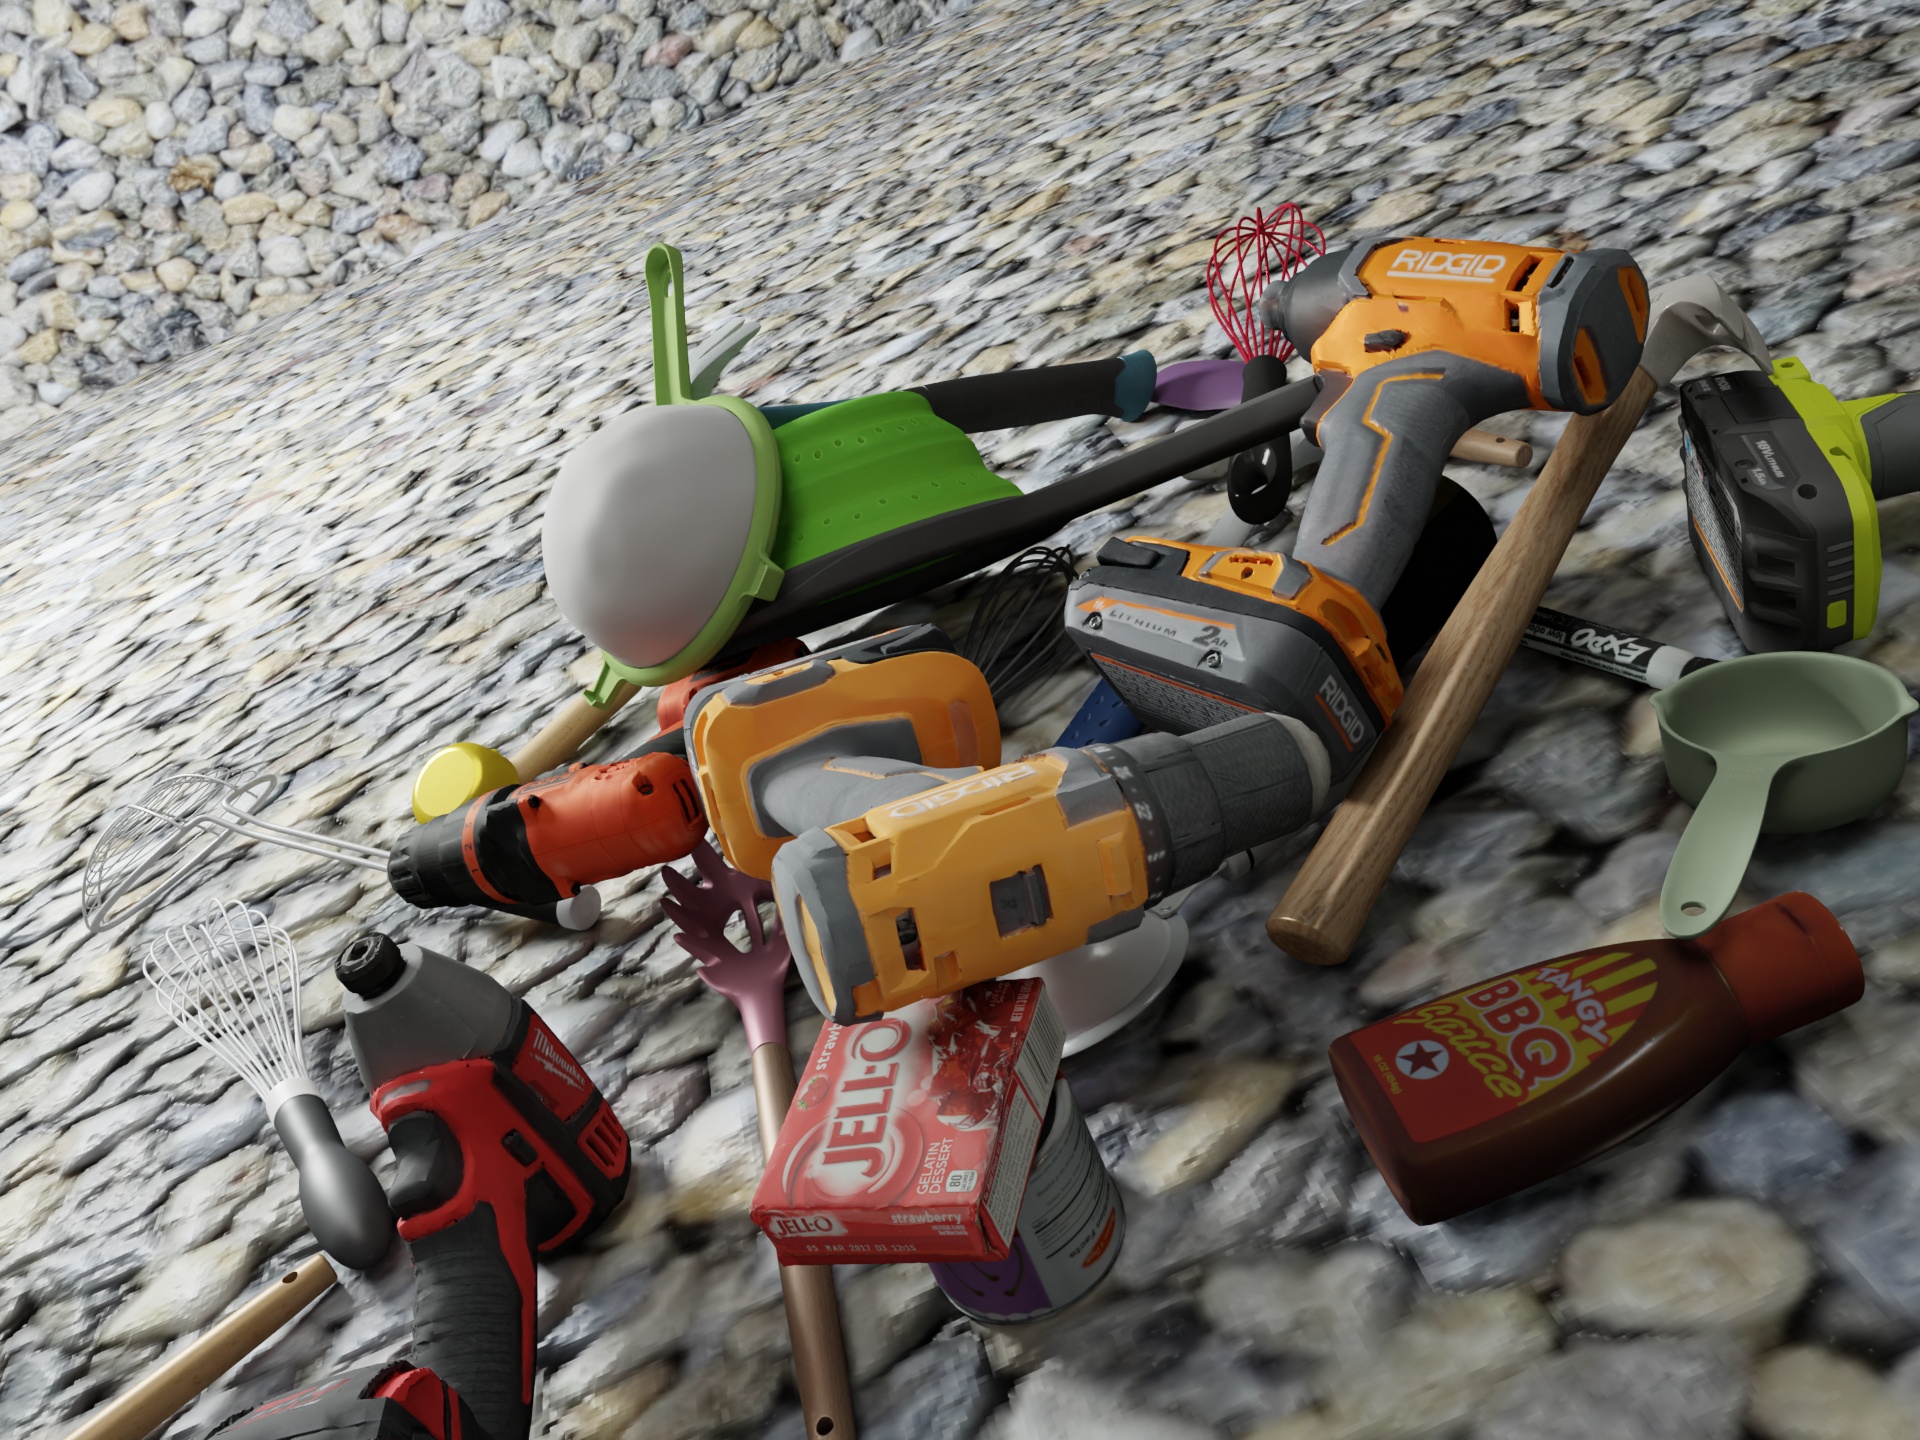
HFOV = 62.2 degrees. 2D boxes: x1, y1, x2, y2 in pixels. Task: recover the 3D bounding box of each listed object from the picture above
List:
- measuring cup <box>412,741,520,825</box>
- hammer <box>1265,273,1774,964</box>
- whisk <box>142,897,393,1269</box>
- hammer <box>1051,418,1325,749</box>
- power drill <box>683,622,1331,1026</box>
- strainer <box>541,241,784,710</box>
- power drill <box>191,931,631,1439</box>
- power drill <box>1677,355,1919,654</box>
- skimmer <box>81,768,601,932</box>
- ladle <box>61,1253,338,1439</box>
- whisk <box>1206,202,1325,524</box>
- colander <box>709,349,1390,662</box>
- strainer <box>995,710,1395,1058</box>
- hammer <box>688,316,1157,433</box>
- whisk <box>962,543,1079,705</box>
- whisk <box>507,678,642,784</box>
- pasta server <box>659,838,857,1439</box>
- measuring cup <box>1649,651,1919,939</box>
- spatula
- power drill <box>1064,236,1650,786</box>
[{"bbox_3d":[-0.229,0.041,0.843,0.156,0.029,0.062,3,68,29],"label":"measuring cup"},{"bbox_3d":[0.211,-0.048,0.612,0.331,0.031,0.130,-55,13,-19],"label":"hammer"},{"bbox_3d":[-0.306,0.157,0.715,0.070,0.070,0.285,-36,38,-20],"label":"whisk"},{"bbox_3d":[0.098,-0.037,0.749,0.144,0.035,0.406,1,39,36],"label":"hammer"},{"bbox_3d":[0.005,0.023,0.575,0.185,0.084,0.226,-18,18,-17],"label":"power drill"},{"bbox_3d":[-0.163,-0.144,0.791,0.151,0.069,0.257,-28,59,38],"label":"strainer"},{"bbox_3d":[-0.169,0.175,0.507,0.078,0.143,0.220,-21,33,9],"label":"power drill"},{"bbox_3d":[0.404,-0.097,0.597,0.223,0.080,0.171,-10,32,16],"label":"power drill"},{"bbox_3d":[-0.332,0.090,0.855,0.363,0.090,0.127,8,36,27],"label":"skimmer"},{"bbox_3d":[-0.353,0.304,0.543,0.320,0.062,0.078,-36,31,-32],"label":"ladle"},{"bbox_3d":[0.165,-0.198,0.865,0.073,0.073,0.296,-10,40,21],"label":"whisk"},{"bbox_3d":[0.015,-0.133,0.788,0.397,0.094,0.204,-20,1,25],"label":"colander"},{"bbox_3d":[0.095,0.054,0.612,0.258,0.050,0.087,-32,17,-20],"label":"strainer"},{"bbox_3d":[-0.023,-0.179,0.930,0.331,0.128,0.033,-14,27,-29],"label":"hammer"},{"bbox_3d":[-0.002,-0.003,0.759,0.055,0.055,0.239,5,46,39],"label":"whisk"},{"bbox_3d":[-0.185,-0.043,0.946,0.051,0.047,0.245,12,49,43],"label":"whisk"},{"bbox_3d":[-0.071,0.139,0.595,0.060,0.040,0.317,-24,32,0],"label":"pasta server"},{"bbox_3d":[0.257,0.032,0.516,0.083,0.038,0.167,3,32,39],"label":"measuring cup"},{"bbox_3d":[0.203,-0.179,0.913,0.060,0.018,0.316,-33,31,-16],"label":"spatula"},{"bbox_3d":[0.141,-0.098,0.625,0.164,0.084,0.226,23,72,46],"label":"power drill"}]
